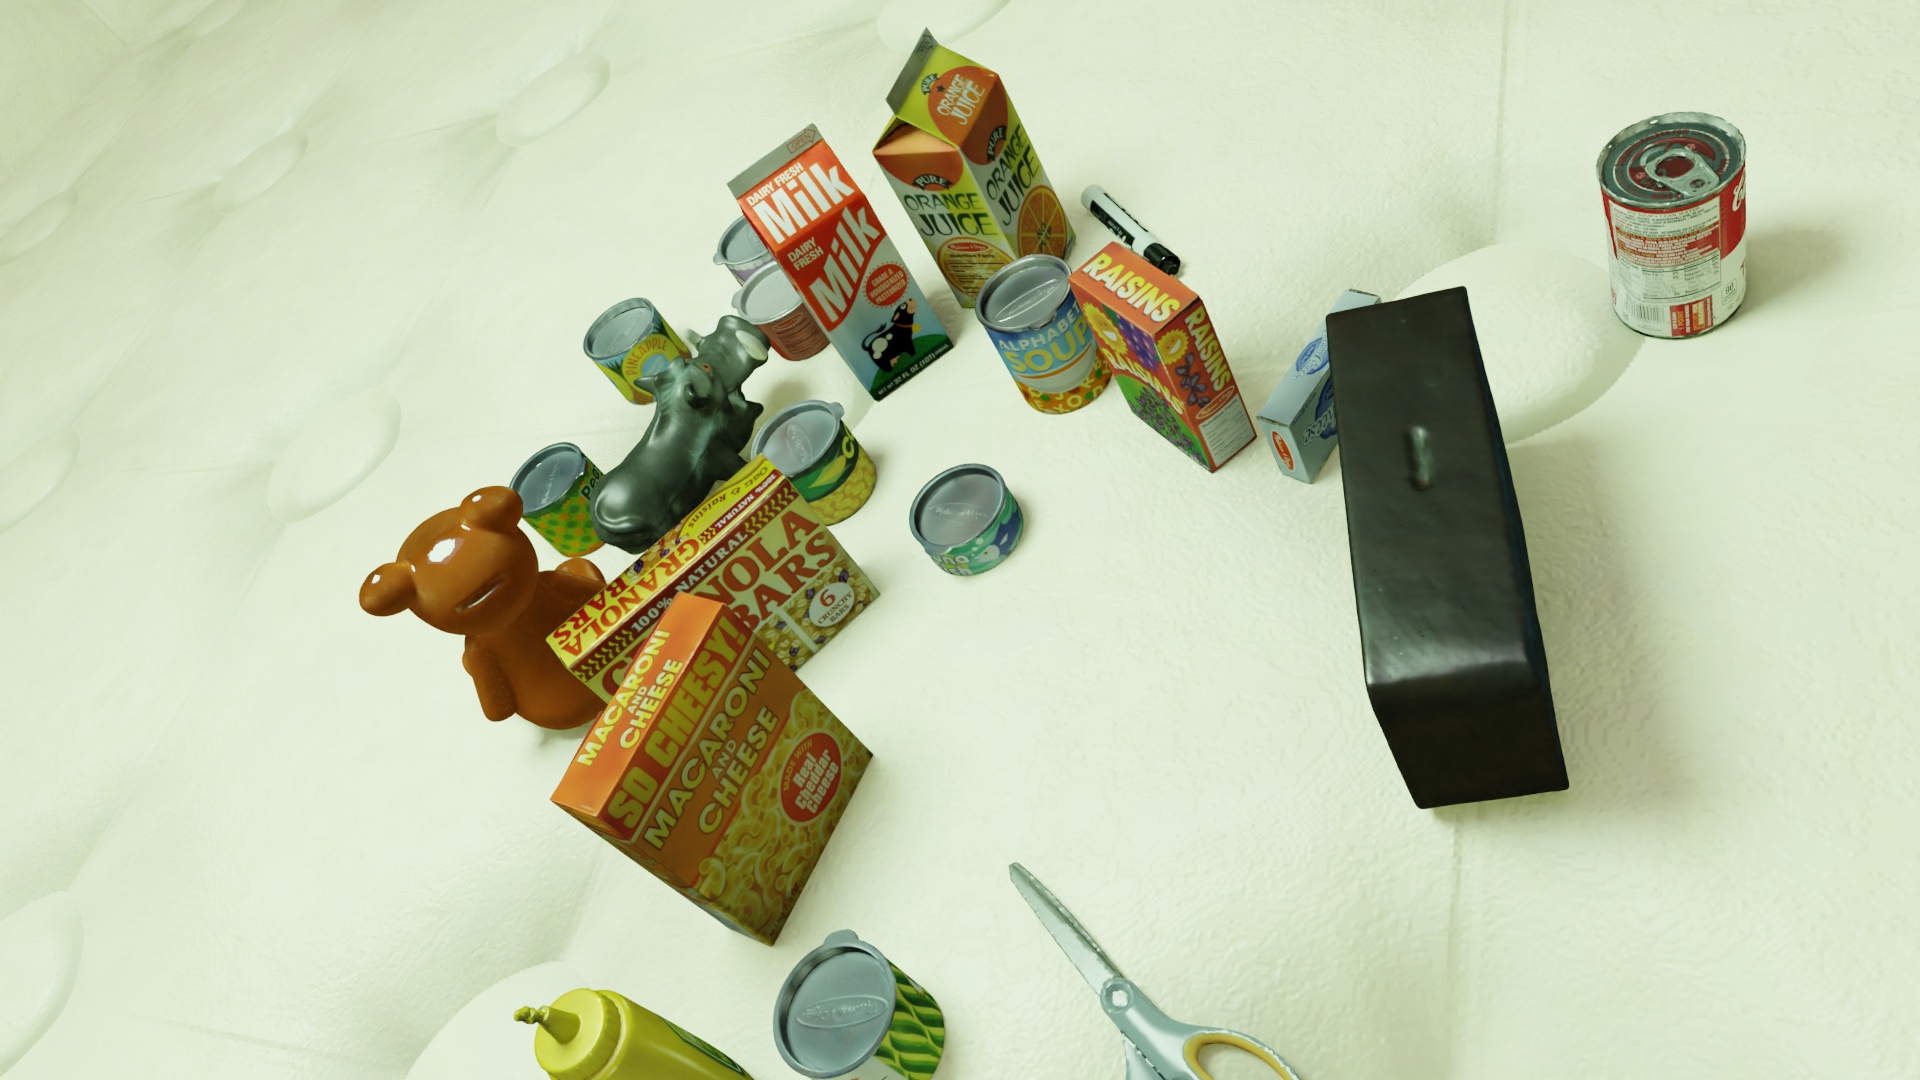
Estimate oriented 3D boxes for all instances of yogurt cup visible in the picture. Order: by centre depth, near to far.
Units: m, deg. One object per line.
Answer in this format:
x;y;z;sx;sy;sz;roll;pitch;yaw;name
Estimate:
-0.129;-0.174;1.060;0.072;0.053;0.073;-15;48;18;yogurt cup

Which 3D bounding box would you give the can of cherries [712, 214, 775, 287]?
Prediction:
-0.153;-0.223;1.110;0.071;0.058;0.072;-15;48;18;can of cherries

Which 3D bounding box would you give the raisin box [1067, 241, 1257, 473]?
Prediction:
0.120;-0.107;0.816;0.040;0.123;0.086;-39;45;-4;raisin box

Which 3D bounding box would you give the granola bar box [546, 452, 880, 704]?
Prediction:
-0.144;0.045;0.840;0.166;0.123;0.039;-42;46;-7;granola bar box

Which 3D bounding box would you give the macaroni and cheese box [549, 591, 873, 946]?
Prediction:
-0.125;0.124;0.735;0.040;0.166;0.124;9;60;35;macaroni and cheese box

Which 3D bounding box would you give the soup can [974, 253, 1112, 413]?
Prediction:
0.056;-0.131;0.899;0.071;0.083;0.072;-16;48;18;soup can

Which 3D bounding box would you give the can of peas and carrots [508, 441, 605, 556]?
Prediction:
-0.289;-0.031;1.029;0.071;0.058;0.071;-15;48;18;can of peas and carrots

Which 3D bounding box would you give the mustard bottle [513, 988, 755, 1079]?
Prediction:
-0.154;0.247;0.656;0.065;0.159;0.049;15;63;37;mustard bottle

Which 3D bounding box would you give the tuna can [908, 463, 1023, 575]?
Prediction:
0.003;-0.011;0.867;0.071;0.032;0.071;-15;48;18;tuna can

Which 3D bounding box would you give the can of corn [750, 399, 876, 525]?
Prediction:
-0.096;-0.053;0.939;0.071;0.058;0.071;-15;48;18;can of corn

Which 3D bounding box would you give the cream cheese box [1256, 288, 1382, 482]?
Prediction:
0.211;-0.089;0.799;0.024;0.053;0.104;22;67;40;cream cheese box

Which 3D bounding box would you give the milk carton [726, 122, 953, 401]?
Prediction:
-0.084;-0.193;0.954;0.072;0.190;0.074;-36;45;-1;milk carton

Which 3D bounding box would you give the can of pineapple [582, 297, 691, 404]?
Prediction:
-0.256;-0.150;1.109;0.071;0.057;0.071;-15;48;18;can of pineapple

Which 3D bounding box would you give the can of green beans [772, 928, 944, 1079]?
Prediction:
-0.048;0.237;0.677;0.071;0.057;0.071;-15;48;18;can of green beans

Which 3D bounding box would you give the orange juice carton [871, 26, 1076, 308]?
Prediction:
0.004;-0.249;0.948;0.073;0.192;0.072;7;58;33;orange juice carton
